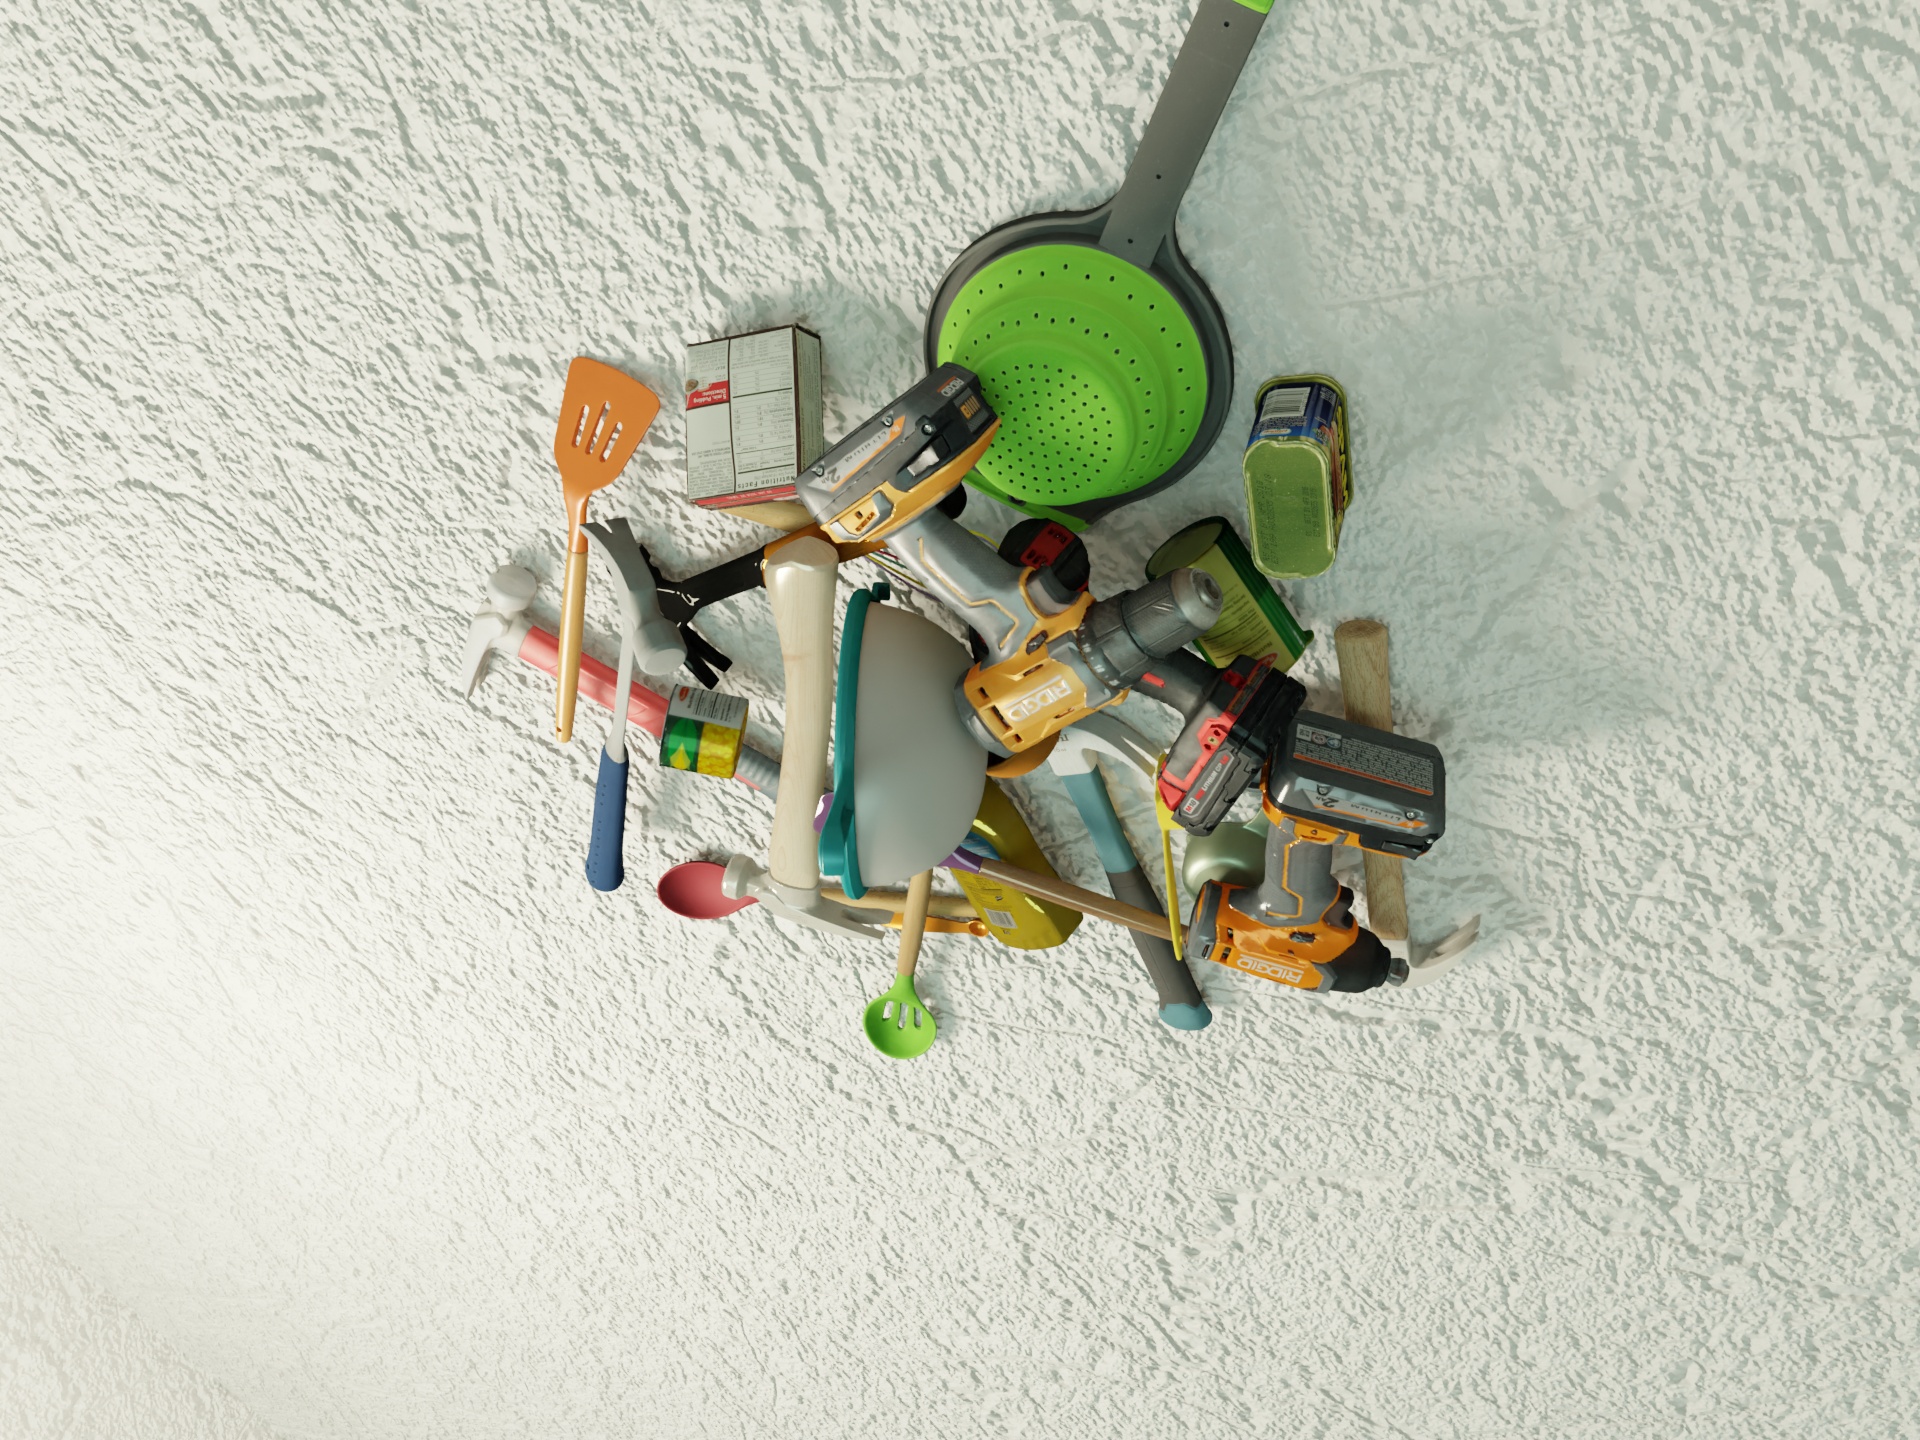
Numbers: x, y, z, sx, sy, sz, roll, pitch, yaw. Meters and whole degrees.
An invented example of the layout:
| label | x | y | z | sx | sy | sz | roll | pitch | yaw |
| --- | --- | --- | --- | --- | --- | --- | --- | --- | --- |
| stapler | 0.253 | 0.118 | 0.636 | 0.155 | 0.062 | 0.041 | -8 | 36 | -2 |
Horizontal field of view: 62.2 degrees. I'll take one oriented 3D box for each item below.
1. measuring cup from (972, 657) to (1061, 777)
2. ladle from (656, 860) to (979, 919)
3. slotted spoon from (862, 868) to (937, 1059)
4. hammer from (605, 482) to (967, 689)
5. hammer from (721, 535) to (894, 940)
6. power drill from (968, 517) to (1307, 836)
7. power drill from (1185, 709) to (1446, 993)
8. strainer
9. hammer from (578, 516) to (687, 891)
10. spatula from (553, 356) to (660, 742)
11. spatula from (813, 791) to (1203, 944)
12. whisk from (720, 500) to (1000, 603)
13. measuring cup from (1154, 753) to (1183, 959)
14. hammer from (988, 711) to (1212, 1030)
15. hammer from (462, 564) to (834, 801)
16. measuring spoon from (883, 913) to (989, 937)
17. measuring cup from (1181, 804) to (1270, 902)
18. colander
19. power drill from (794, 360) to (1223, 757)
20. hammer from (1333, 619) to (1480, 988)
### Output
| label | x | y | z | sx | sy | sz | roll | pitch | yaw |
| --- | --- | --- | --- | --- | --- | --- | --- | --- | --- |
| measuring cup | -0.002 | -0.004 | 1.193 | 0.174 | 0.095 | 0.052 | 4 | 170 | 37 |
| ladle | -0.117 | 0.155 | 1.392 | 0.315 | 0.031 | 0.069 | 2 | 128 | 17 |
| slotted spoon | -0.042 | 0.201 | 1.373 | 0.070 | 0.031 | 0.313 | 14 | 138 | 4 |
| hammer | -0.118 | -0.109 | 1.131 | 0.337 | 0.034 | 0.127 | -15 | 121 | 44 |
| hammer | -0.110 | 0.028 | 1.209 | 0.146 | 0.038 | 0.410 | 17 | 138 | 7 |
| power drill | 0.104 | -0.028 | 1.060 | 0.220 | 0.078 | 0.143 | 35 | 143 | 7 |
| power drill | 0.266 | 0.109 | 1.130 | 0.164 | 0.084 | 0.226 | 16 | 134 | 3 |
| strainer | -0.030 | 0.032 | 1.016 | 0.095 | 0.340 | 0.211 | 1 | 104 | 1 |
| hammer | -0.269 | 0.011 | 1.245 | 0.035 | 0.144 | 0.405 | -13 | 149 | -24 |
| spatula | -0.285 | -0.113 | 1.205 | 0.081 | 0.041 | 0.322 | 28 | 128 | 17 |
| spatula | 0.040 | 0.118 | 1.218 | 0.316 | 0.018 | 0.059 | 20 | 129 | -3 |
| whisk | -0.076 | -0.136 | 1.133 | 0.245 | 0.051 | 0.047 | 18 | 146 | 14 |
| measuring cup | 0.168 | 0.102 | 1.185 | 0.029 | 0.062 | 0.156 | -4 | 95 | 18 |
| hammer | 0.131 | 0.125 | 1.268 | 0.128 | 0.033 | 0.330 | -9 | 124 | 28 |
| hammer | -0.231 | 0.019 | 1.319 | 0.386 | 0.038 | 0.143 | 30 | 133 | -4 |
| measuring spoon | -0.028 | 0.174 | 1.385 | 0.117 | 0.011 | 0.021 | 3 | 129 | 23 |
| measuring cup | 0.224 | 0.091 | 1.199 | 0.083 | 0.038 | 0.167 | 27 | 134 | -1 |
| colander | 0.088 | -0.257 | 0.936 | 0.204 | 0.095 | 0.396 | 25 | 132 | 0 |
| power drill | 0.031 | -0.100 | 0.950 | 0.185 | 0.084 | 0.226 | -29 | 105 | 36 |
| hammer | 0.307 | 0.071 | 1.157 | 0.130 | 0.031 | 0.331 | 0 | 127 | 21 |
